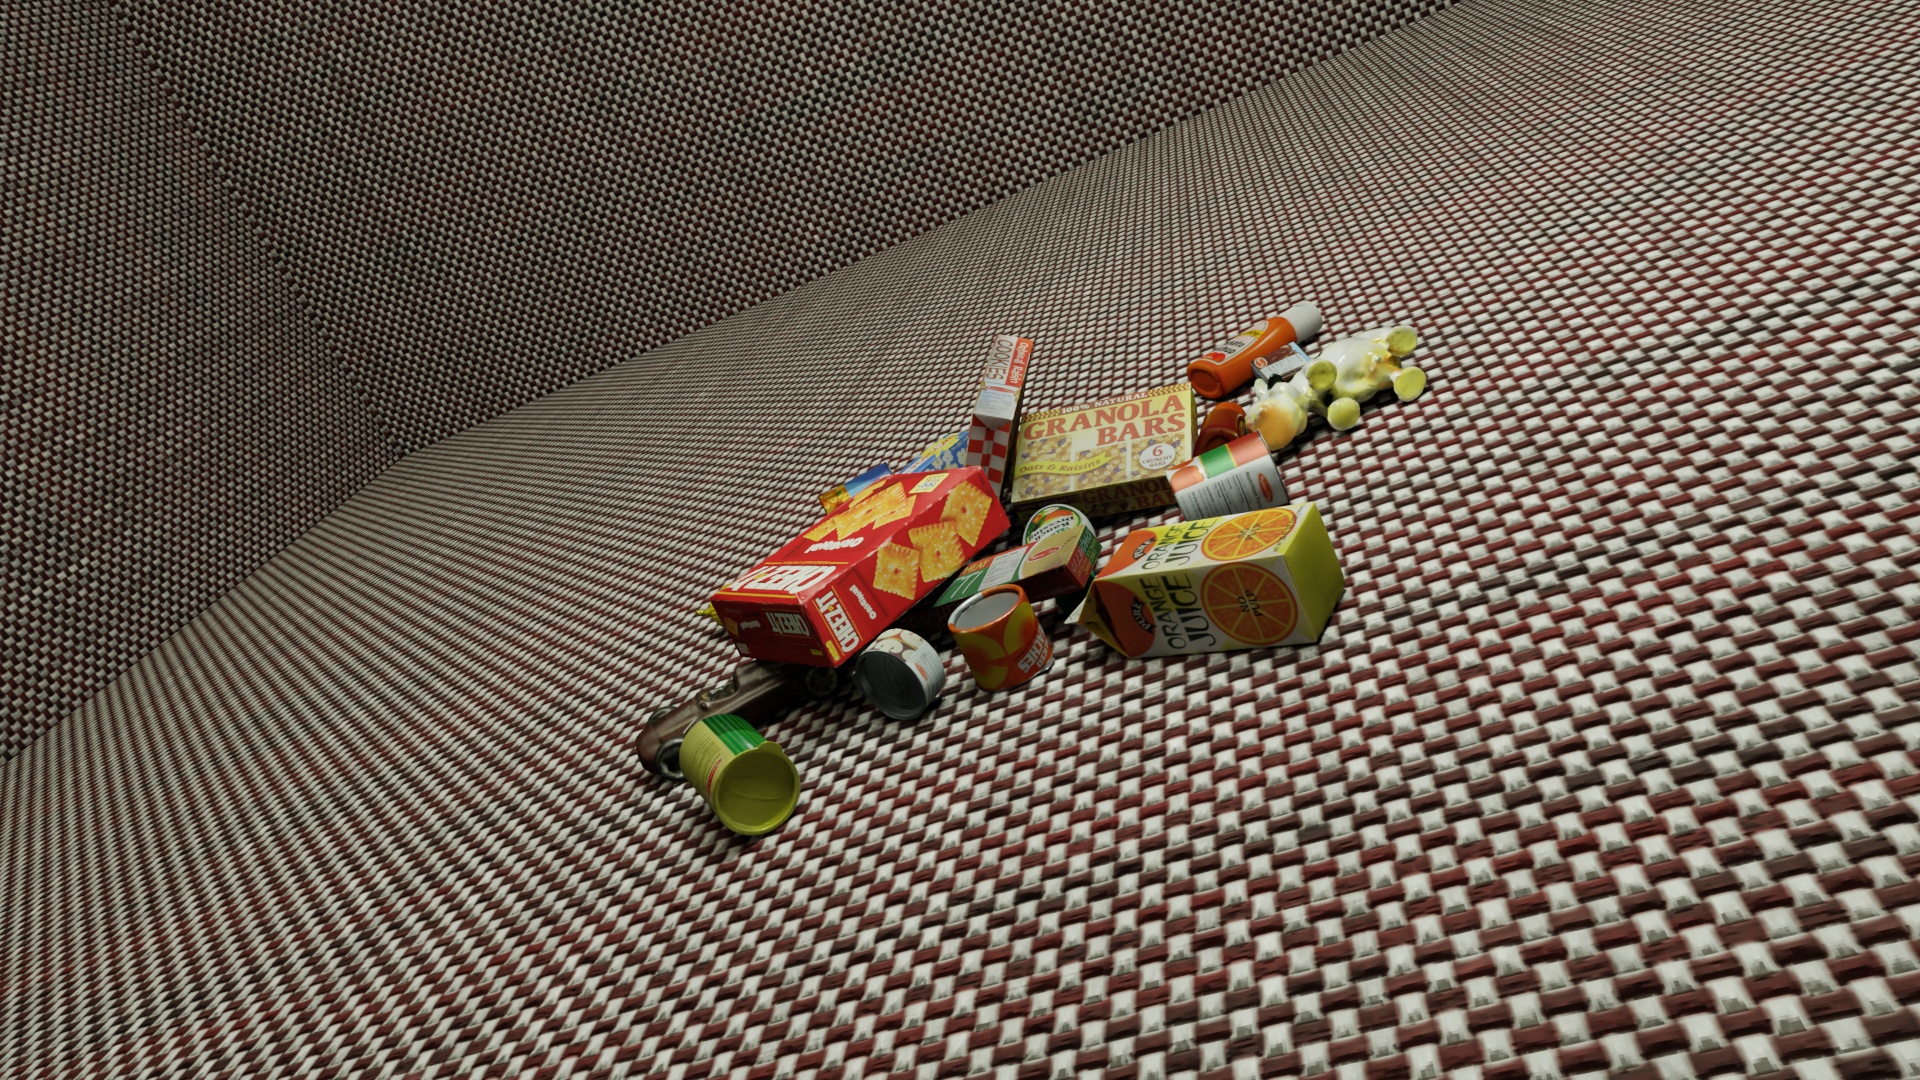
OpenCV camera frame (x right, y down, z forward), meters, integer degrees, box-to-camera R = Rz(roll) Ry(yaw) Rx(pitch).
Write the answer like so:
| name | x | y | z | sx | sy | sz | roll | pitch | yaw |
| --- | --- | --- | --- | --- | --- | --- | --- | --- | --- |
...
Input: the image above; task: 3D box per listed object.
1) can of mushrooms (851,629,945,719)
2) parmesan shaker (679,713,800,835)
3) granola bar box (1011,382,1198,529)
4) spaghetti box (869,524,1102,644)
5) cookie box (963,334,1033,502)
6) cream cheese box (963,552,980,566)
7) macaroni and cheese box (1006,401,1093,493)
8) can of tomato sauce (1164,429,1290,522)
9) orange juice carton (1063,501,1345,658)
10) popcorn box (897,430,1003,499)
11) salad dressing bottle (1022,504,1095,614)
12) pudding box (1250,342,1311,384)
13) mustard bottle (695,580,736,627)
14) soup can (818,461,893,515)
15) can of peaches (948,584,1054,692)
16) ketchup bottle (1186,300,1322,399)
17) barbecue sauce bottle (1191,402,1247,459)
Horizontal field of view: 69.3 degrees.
| name | x | y | z | sx | sy | sz | roll | pitch | yaw |
| --- | --- | --- | --- | --- | --- | --- | --- | --- | --- |
| can of mushrooms | -0.049 | 0.104 | 1.090 | 0.071 | 0.071 | 0.034 | -8 | 26 | 40 |
| parmesan shaker | -0.169 | 0.174 | 1.059 | 0.071 | 0.071 | 0.103 | -33 | 21 | -17 |
| granola bar box | 0.135 | -0.078 | 1.279 | 0.165 | 0.039 | 0.125 | -10 | 43 | 18 |
| spaghetti box | 0.011 | 0.042 | 1.157 | 0.249 | 0.028 | 0.050 | -20 | 29 | 43 |
| cookie box | 0.032 | -0.105 | 1.315 | 0.040 | 0.122 | 0.168 | 11 | 34 | 4 |
| cream cheese box | 0.005 | -0.017 | 1.341 | 0.024 | 0.053 | 0.104 | -15 | 23 | 25 |
| macaroni and cheese box | 0.104 | -0.081 | 1.398 | 0.124 | 0.040 | 0.167 | -25 | 21 | 0 |
| can of tomato sauce | 0.218 | -0.045 | 1.140 | 0.083 | 0.071 | 0.071 | -23 | 20 | 9 |
| orange juice carton | 0.168 | 0.032 | 1.000 | 0.192 | 0.073 | 0.072 | -9 | 26 | 38 |
| popcorn box | -0.023 | -0.042 | 1.388 | 0.038 | 0.085 | 0.127 | -6 | 28 | 47 |
| salad dressing bottle | 0.089 | 0.016 | 1.175 | 0.064 | 0.044 | 0.148 | -26 | 22 | 6 |
| pudding box | 0.319 | -0.163 | 1.360 | 0.049 | 0.030 | 0.084 | -24 | 20 | 8 |
| mustard bottle | -0.204 | 0.060 | 1.408 | 0.160 | 0.048 | 0.066 | -14 | 25 | 30 |
| soup can | -0.101 | -0.036 | 1.497 | 0.084 | 0.071 | 0.071 | -28 | 20 | -5 |
| can of peaches | 0.033 | 0.075 | 1.078 | 0.071 | 0.058 | 0.071 | -23 | 20 | 9 |
| ketchup bottle | 0.309 | -0.199 | 1.440 | 0.149 | 0.043 | 0.065 | -32 | 19 | -17 |
| barbecue sauce bottle | 0.234 | -0.090 | 1.242 | 0.044 | 0.064 | 0.149 | 6 | 20 | 12 |
